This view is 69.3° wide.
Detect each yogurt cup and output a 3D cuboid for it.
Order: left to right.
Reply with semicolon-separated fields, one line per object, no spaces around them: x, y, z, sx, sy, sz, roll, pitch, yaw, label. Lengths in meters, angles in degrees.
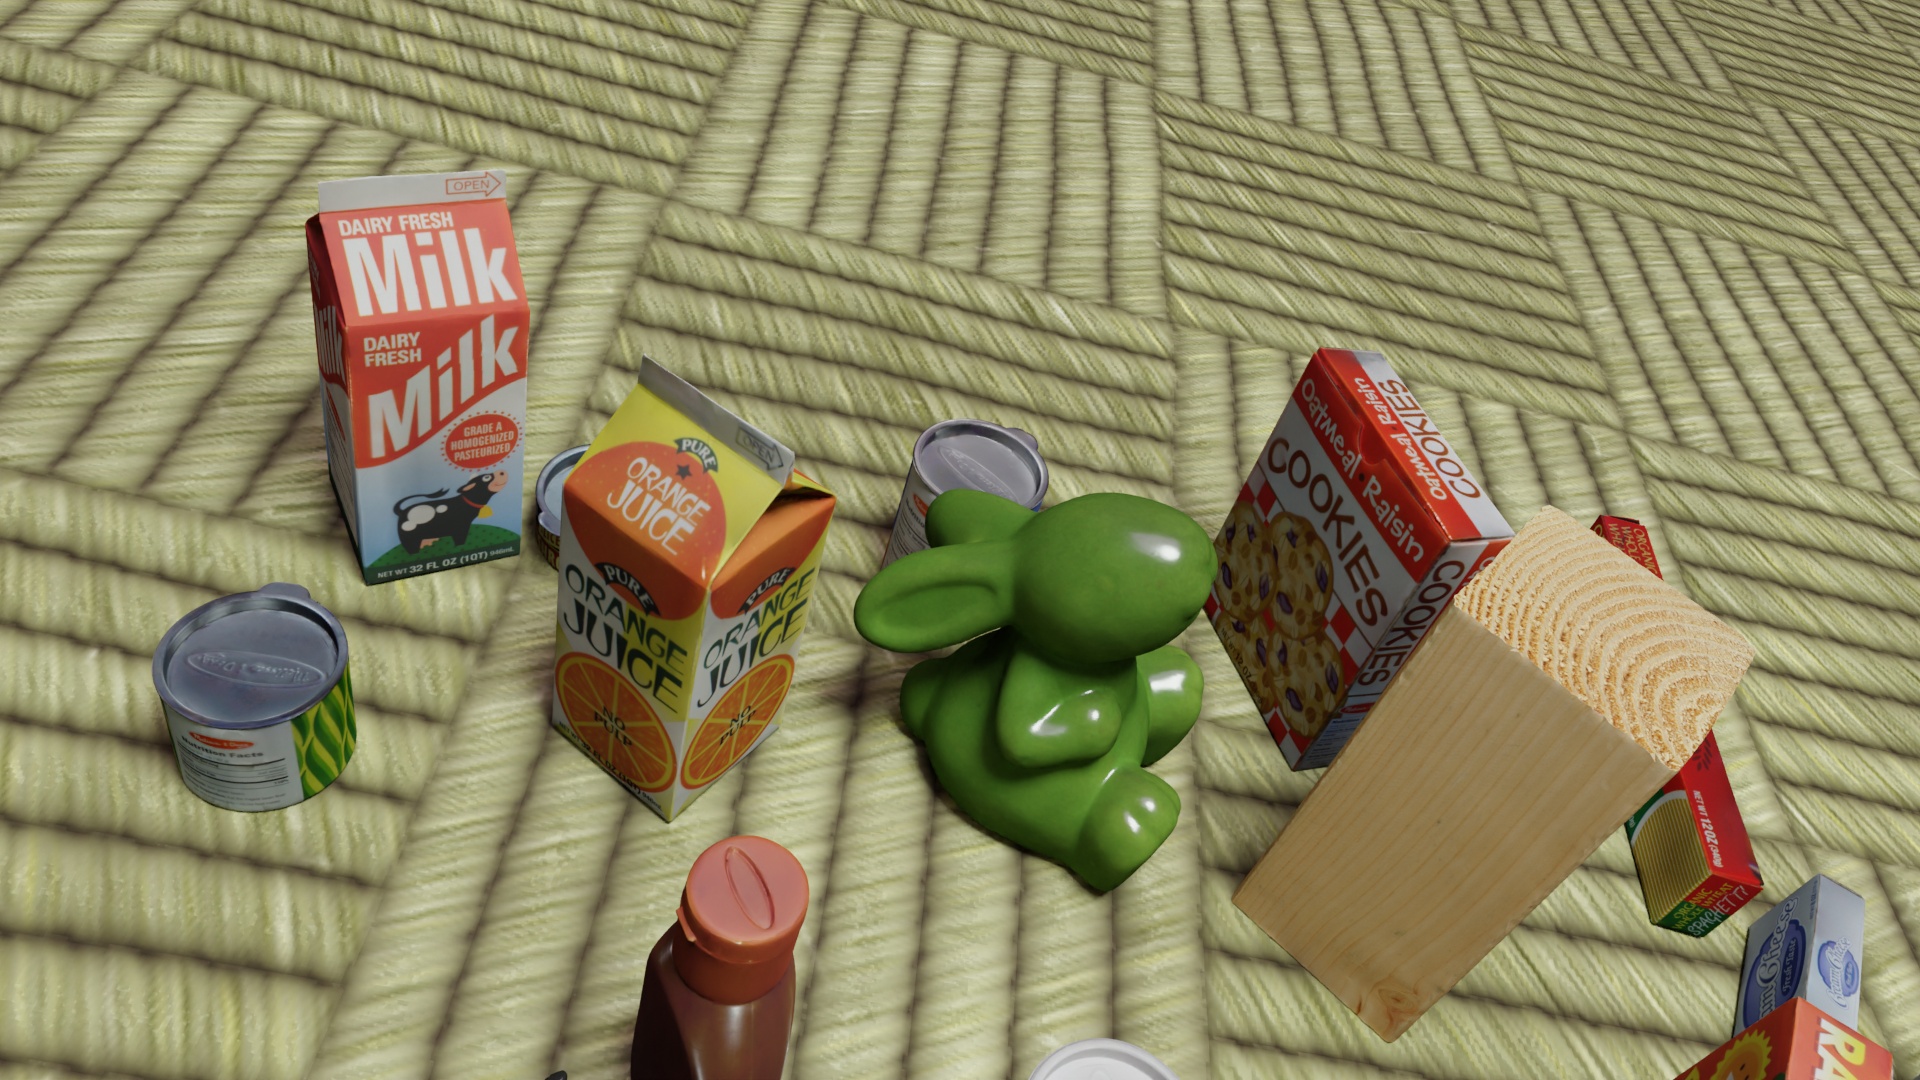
0.047;0.221;0.494;0.072;0.053;0.073;10;45;-9;yogurt cup

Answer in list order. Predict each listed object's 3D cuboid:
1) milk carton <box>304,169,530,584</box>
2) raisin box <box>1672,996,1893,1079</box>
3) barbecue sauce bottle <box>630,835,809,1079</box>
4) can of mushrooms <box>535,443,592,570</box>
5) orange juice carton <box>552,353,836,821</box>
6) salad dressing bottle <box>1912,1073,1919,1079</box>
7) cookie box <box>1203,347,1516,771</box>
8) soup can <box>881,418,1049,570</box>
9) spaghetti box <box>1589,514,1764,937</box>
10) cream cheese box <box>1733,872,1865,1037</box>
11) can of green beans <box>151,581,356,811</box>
-0.231;-0.075;0.595;0.072;0.189;0.074;-14;52;-29;milk carton
0.281;0.235;0.508;0.040;0.122;0.086;32;45;13;raisin box
-0.079;0.151;0.453;0.044;0.147;0.065;-13;52;-29;barbecue sauce bottle
-0.171;-0.012;0.665;0.071;0.033;0.071;10;45;-9;can of mushrooms
-0.106;0.017;0.544;0.072;0.191;0.073;35;46;16;orange juice carton
0.441;0.220;0.560;0.044;0.146;0.064;28;45;10;salad dressing bottle
0.178;0.011;0.664;0.040;0.166;0.123;-4;48;-22;cookie box
0.002;-0.009;0.684;0.071;0.083;0.072;10;45;-9;soup can
0.364;0.086;0.736;0.029;0.049;0.251;15;44;-4;spaghetti box
0.374;0.203;0.621;0.024;0.053;0.104;31;45;13;cream cheese box
-0.272;0.063;0.540;0.071;0.057;0.071;10;45;-9;can of green beans
